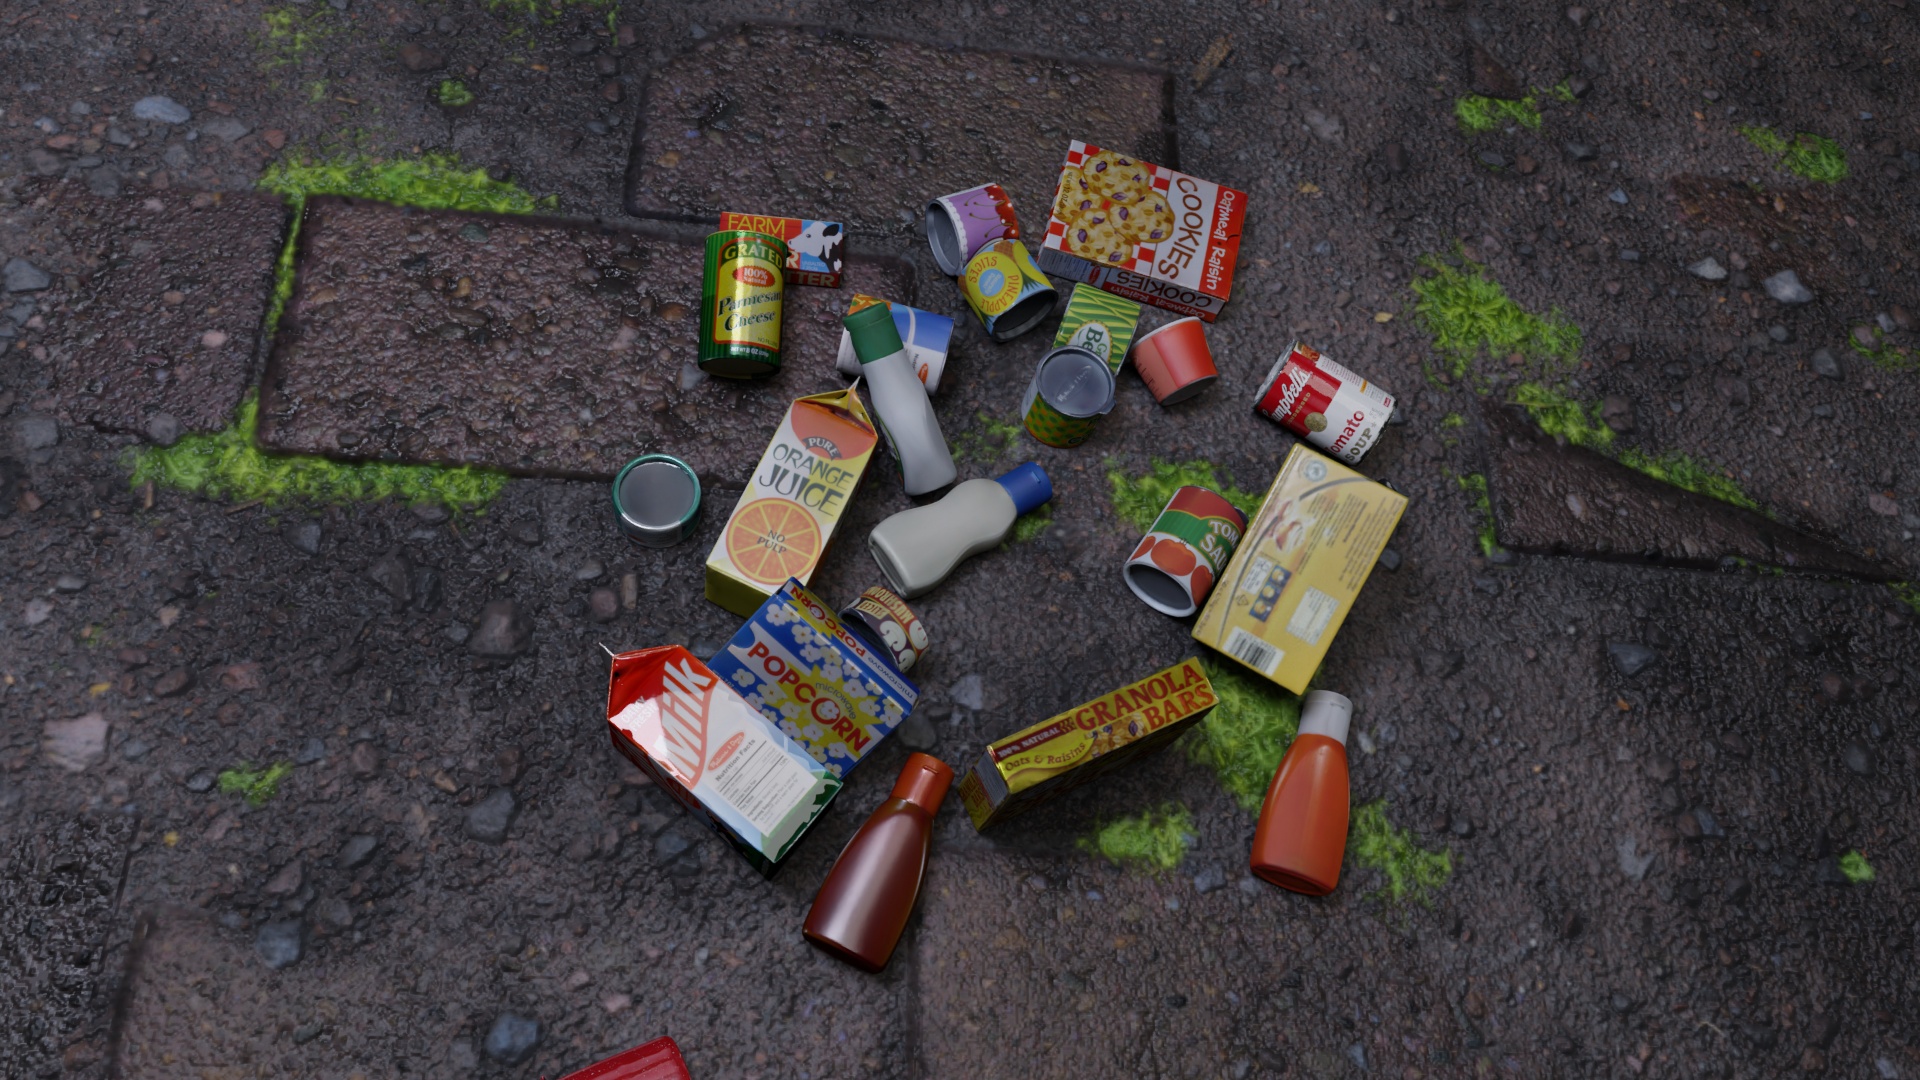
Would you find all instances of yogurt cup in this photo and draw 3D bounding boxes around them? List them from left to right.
[{"bbox_3d":[0.181,-0.148,1.165,0.072,0.072,0.054,-21,80,-18],"label":"yogurt cup"}]

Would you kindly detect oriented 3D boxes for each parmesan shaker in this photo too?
[{"bbox_3d":[-0.169,-0.185,1.100,0.071,0.071,0.103,3,81,-9],"label":"parmesan shaker"}]

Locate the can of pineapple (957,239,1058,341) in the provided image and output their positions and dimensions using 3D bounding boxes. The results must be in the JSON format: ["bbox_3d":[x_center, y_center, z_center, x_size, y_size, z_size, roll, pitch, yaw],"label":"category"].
[{"bbox_3d":[0.039,-0.209,1.161,0.071,0.070,0.058,-27,73,-20],"label":"can of pineapple"}]

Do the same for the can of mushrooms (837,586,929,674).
[{"bbox_3d":[-0.057,0.067,1.019,0.033,0.070,0.071,-38,78,-24],"label":"can of mushrooms"}]

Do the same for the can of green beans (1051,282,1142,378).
[{"bbox_3d":[0.113,-0.176,1.161,0.058,0.071,0.071,20,64,-1],"label":"can of green beans"}]

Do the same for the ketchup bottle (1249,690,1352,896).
[{"bbox_3d":[0.263,0.186,1.041,0.065,0.043,0.149,21,64,-2],"label":"ketchup bottle"}]

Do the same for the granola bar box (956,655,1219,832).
[{"bbox_3d":[0.087,0.146,0.981,0.166,0.123,0.039,-21,72,-18],"label":"granola bar box"}]

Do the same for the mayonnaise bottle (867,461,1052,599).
[{"bbox_3d":[0.004,-0.014,1.083,0.148,0.041,0.065,-29,76,-22],"label":"mayonnaise bottle"}]

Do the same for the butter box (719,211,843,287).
[{"bbox_3d":[-0.151,-0.244,1.165,0.103,0.024,0.053,3,65,-10],"label":"butter box"}]

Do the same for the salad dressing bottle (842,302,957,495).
[{"bbox_3d":[-0.048,-0.109,1.076,0.044,0.064,0.147,-20,104,3],"label":"salad dressing bottle"}]

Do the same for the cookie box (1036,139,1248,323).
[{"bbox_3d":[0.162,-0.274,1.229,0.167,0.040,0.123,16,64,-3],"label":"cookie box"}]

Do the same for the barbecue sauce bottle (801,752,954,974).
[{"bbox_3d":[-0.050,0.220,0.967,0.065,0.043,0.149,27,64,2],"label":"barbecue sauce bottle"}]

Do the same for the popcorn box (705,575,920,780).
[{"bbox_3d":[-0.102,0.098,0.974,0.126,0.085,0.038,43,25,-6],"label":"popcorn box"}]

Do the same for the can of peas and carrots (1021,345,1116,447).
[{"bbox_3d":[0.089,-0.115,1.134,0.071,0.058,0.071,4,66,-9],"label":"can of peas and carrots"}]

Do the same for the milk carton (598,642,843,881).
[{"bbox_3d":[-0.179,0.141,0.962,0.191,0.072,0.074,39,65,6],"label":"milk carton"}]

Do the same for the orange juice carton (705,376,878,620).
[{"bbox_3d":[-0.119,-0.034,1.051,0.073,0.071,0.193,24,65,0],"label":"orange juice carton"}]

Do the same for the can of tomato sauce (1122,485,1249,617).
[{"bbox_3d":[0.178,0.009,1.090,0.071,0.071,0.083,35,66,6],"label":"can of tomato sauce"}]

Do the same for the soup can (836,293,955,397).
[{"bbox_3d":[-0.052,-0.160,1.124,0.084,0.071,0.071,15,65,-4],"label":"soup can"}]

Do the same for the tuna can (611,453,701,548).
[{"bbox_3d":[-0.229,-0.033,1.051,0.071,0.032,0.071,4,66,-9],"label":"tuna can"}]

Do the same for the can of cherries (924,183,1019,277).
[{"bbox_3d":[0.011,-0.263,1.182,0.058,0.071,0.071,-21,72,-20],"label":"can of cherries"}]
